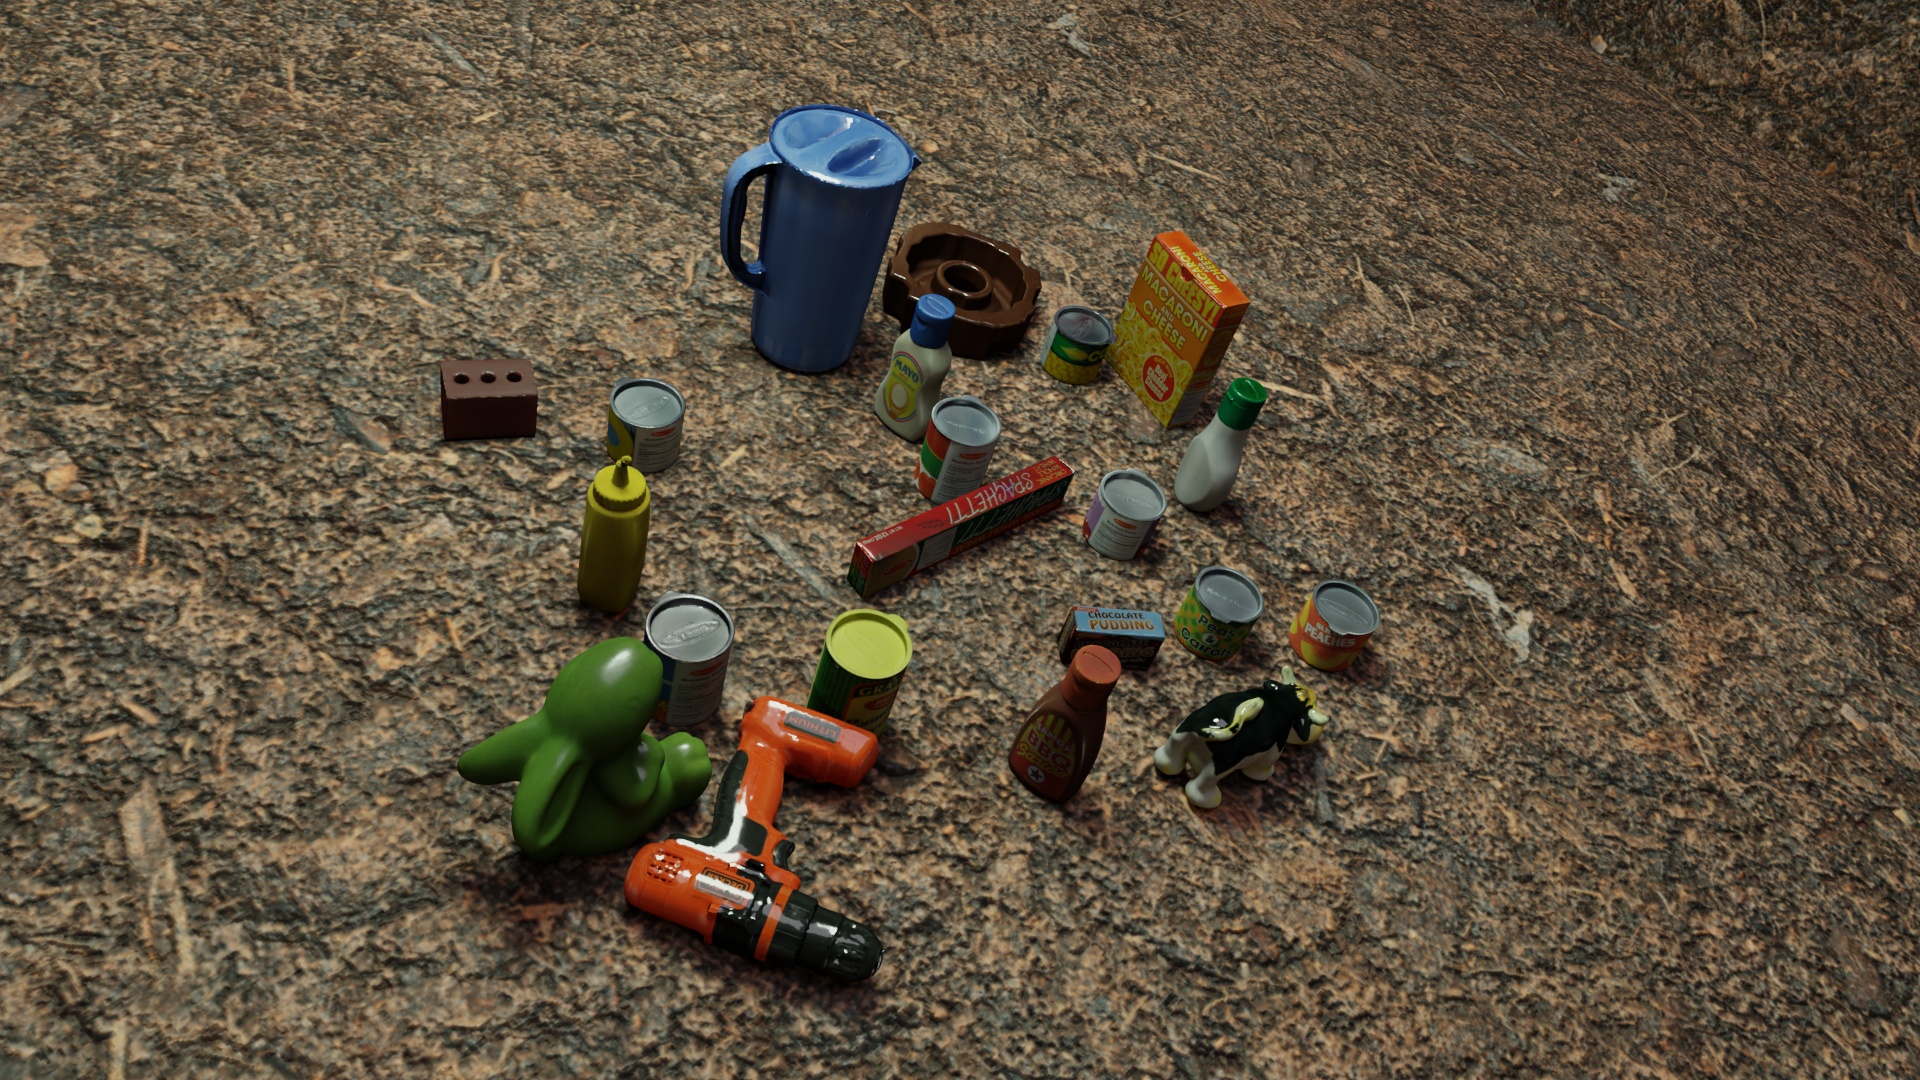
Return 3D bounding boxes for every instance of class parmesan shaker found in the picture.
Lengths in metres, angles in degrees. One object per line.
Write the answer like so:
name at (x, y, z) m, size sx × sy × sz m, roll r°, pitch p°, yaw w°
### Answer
parmesan shaker at (-0.079, 0.110, 1.078) m, size 0.071 × 0.102 × 0.072 m, roll 10°, pitch 45°, yaw -10°

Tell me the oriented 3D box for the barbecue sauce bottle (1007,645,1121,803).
barbecue sauce bottle at (0.084, 0.140, 1.073) m, size 0.065 × 0.147 × 0.044 m, roll 38°, pitch 47°, yaw 17°

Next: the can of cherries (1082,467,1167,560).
can of cherries at (0.156, -0.025, 1.322) m, size 0.071 × 0.058 × 0.072 m, roll 10°, pitch 45°, yaw -10°

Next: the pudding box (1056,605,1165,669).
pudding box at (0.132, 0.085, 1.213) m, size 0.084 × 0.049 × 0.030 m, roll 6°, pitch 46°, yaw -14°

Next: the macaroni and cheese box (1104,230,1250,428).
macaroni and cheese box at (0.223, -0.220, 1.457) m, size 0.040 × 0.165 × 0.124 m, roll -15°, pitch 54°, yaw -31°

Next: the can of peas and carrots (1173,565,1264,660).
can of peas and carrots at (0.233, 0.068, 1.258) m, size 0.071 × 0.058 × 0.071 m, roll 10°, pitch 45°, yaw -10°

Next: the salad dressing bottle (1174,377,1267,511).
salad dressing bottle at (0.255, -0.093, 1.359) m, size 0.044 × 0.146 × 0.064 m, roll -3°, pitch 48°, yaw -21°

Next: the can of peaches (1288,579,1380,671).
can of peaches at (0.345, 0.081, 1.285) m, size 0.071 × 0.057 × 0.071 m, roll 10°, pitch 45°, yaw -10°

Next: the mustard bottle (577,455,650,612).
mustard bottle at (-0.270, -0.013, 1.089) m, size 0.049 × 0.159 × 0.066 m, roll 14°, pitch 44°, yaw -6°

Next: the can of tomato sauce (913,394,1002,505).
can of tomato sauce at (-0.004, -0.084, 1.306) m, size 0.071 × 0.082 × 0.071 m, roll 10°, pitch 45°, yaw -10°

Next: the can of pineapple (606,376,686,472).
can of pineapple at (-0.283, -0.105, 1.247) m, size 0.071 × 0.057 × 0.071 m, roll 10°, pitch 45°, yaw -10°

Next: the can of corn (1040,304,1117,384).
can of corn at (0.126, -0.208, 1.489) m, size 0.071 × 0.058 × 0.071 m, roll 10°, pitch 45°, yaw -10°

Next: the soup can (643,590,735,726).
soup can at (-0.212, 0.090, 1.064) m, size 0.071 × 0.083 × 0.072 m, roll 10°, pitch 45°, yaw -10°

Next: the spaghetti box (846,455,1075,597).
spaghetti box at (0.005, -0.016, 1.266) m, size 0.251 × 0.049 × 0.029 m, roll -25°, pitch 59°, yaw -36°

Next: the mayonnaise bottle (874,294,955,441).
mayonnaise bottle at (-0.040, -0.167, 1.327) m, size 0.065 × 0.147 × 0.041 m, roll 41°, pitch 48°, yaw 20°
